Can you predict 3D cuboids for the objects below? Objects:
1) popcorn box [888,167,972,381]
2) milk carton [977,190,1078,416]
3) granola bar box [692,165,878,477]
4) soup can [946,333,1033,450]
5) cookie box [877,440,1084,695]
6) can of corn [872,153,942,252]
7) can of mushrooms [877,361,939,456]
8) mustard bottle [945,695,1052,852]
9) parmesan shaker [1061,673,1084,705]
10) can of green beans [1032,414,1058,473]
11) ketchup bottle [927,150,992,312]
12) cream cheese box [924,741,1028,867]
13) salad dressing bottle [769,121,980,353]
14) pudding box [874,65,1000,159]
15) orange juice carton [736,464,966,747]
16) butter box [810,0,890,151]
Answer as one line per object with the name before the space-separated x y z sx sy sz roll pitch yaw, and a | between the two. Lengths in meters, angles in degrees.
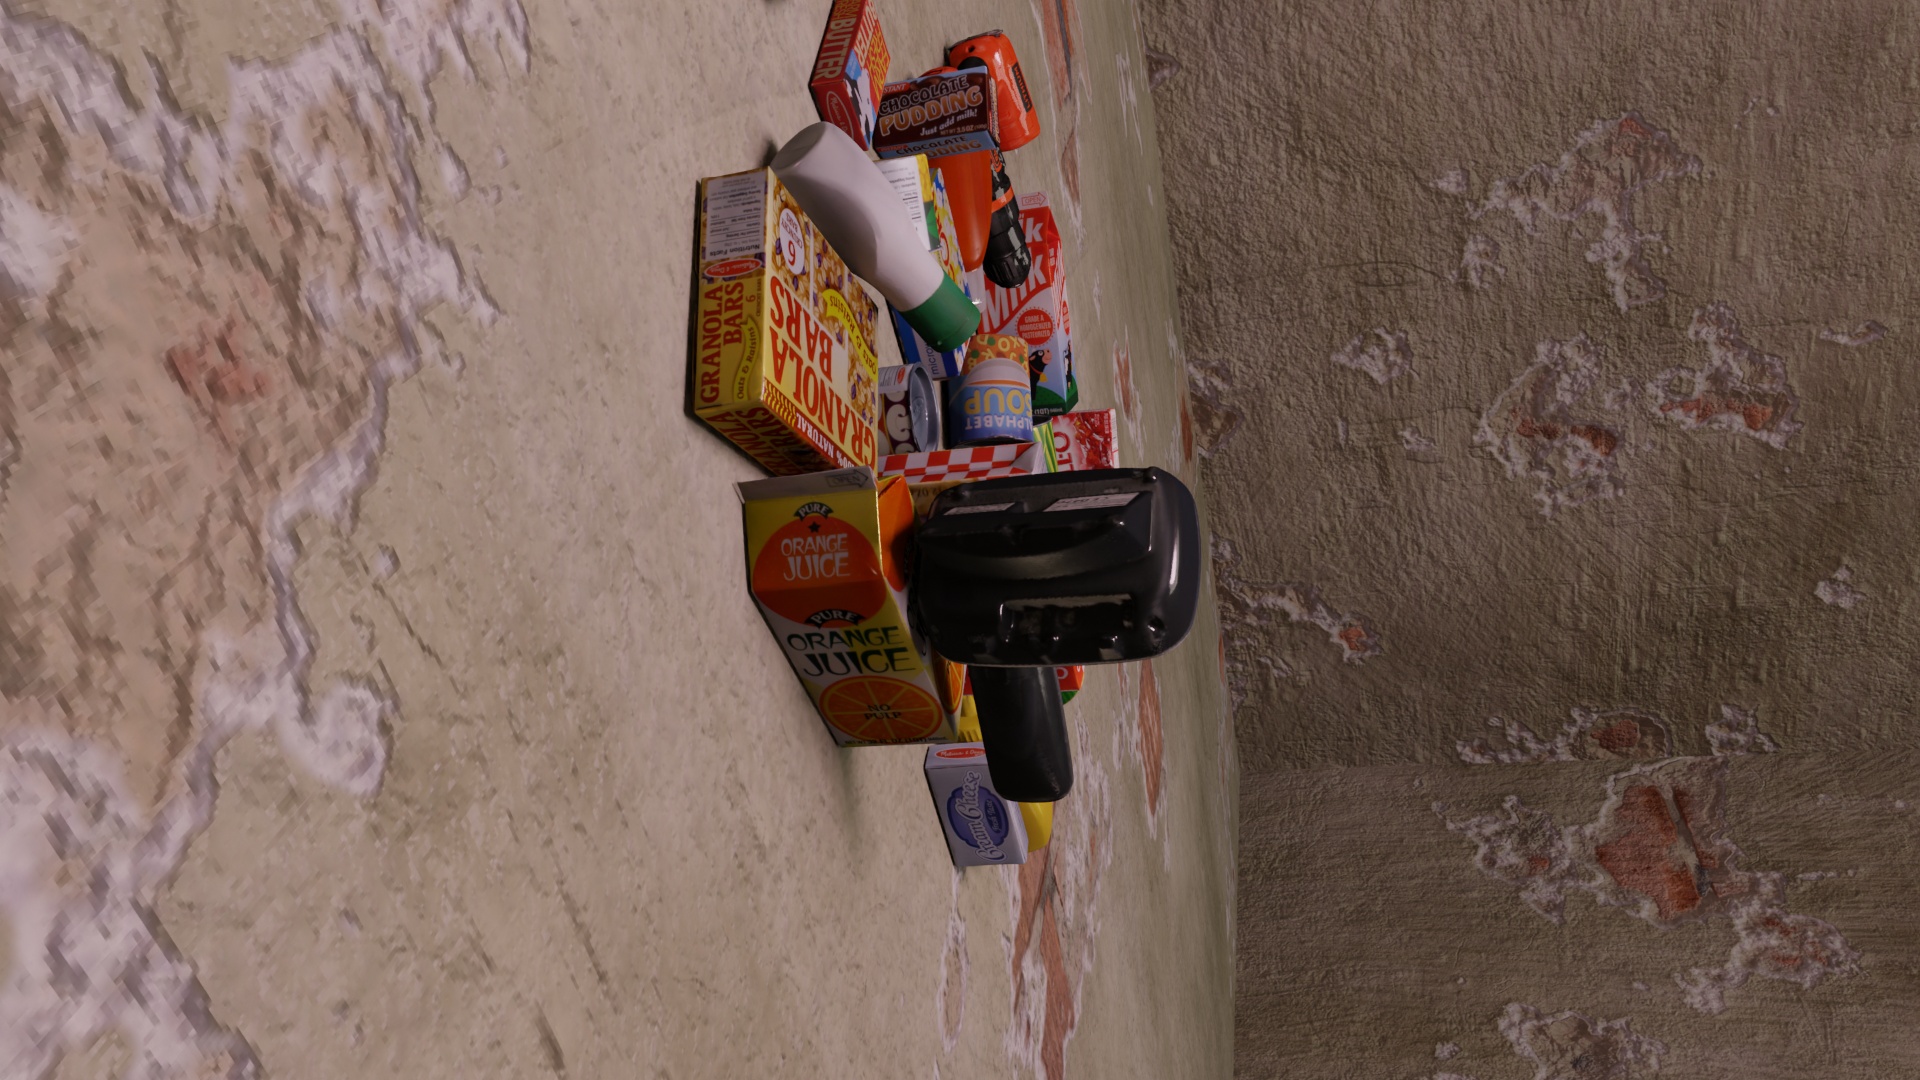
popcorn box | -0.025 -0.187 0.983 0.085 0.038 0.126 -75 155 -50
milk carton | 0.054 -0.205 1.218 0.074 0.072 0.190 -49 132 -70
granola bar box | -0.087 -0.098 0.725 0.165 0.039 0.124 45 42 -68
soup can | 0.023 -0.113 1.080 0.071 0.071 0.084 23 62 -73
cookie box | 0.003 0.022 0.861 0.040 0.123 0.166 -73 154 -53
can of corn | -0.049 -0.202 0.849 0.071 0.071 0.058 -55 138 -68
can of mushrooms | -0.038 -0.080 0.913 0.071 0.033 0.071 -7 91 -76
mustard bottle | 0.022 0.160 1.007 0.049 0.065 0.159 -79 155 -55
parmesan shaker | 0.061 0.093 1.168 0.102 0.071 0.071 56 33 -60
can of green beans | 0.047 -0.071 1.164 0.071 0.071 0.057 -49 133 -70
ketchup bottle | -0.005 -0.241 1.042 0.043 0.065 0.148 35 -39 47
cream cheese box | 0.013 0.188 0.981 0.024 0.053 0.103 -77 157 -54
salad dressing bottle | -0.045 -0.168 0.789 0.147 0.064 0.044 46 62 -33
pudding box | -0.017 -0.293 0.959 0.030 0.084 0.050 34 53 -71
orange juice carton | -0.054 0.029 0.744 0.191 0.072 0.073 70 21 -46
butter box | -0.069 -0.298 0.882 0.053 0.024 0.104 69 23 -48
